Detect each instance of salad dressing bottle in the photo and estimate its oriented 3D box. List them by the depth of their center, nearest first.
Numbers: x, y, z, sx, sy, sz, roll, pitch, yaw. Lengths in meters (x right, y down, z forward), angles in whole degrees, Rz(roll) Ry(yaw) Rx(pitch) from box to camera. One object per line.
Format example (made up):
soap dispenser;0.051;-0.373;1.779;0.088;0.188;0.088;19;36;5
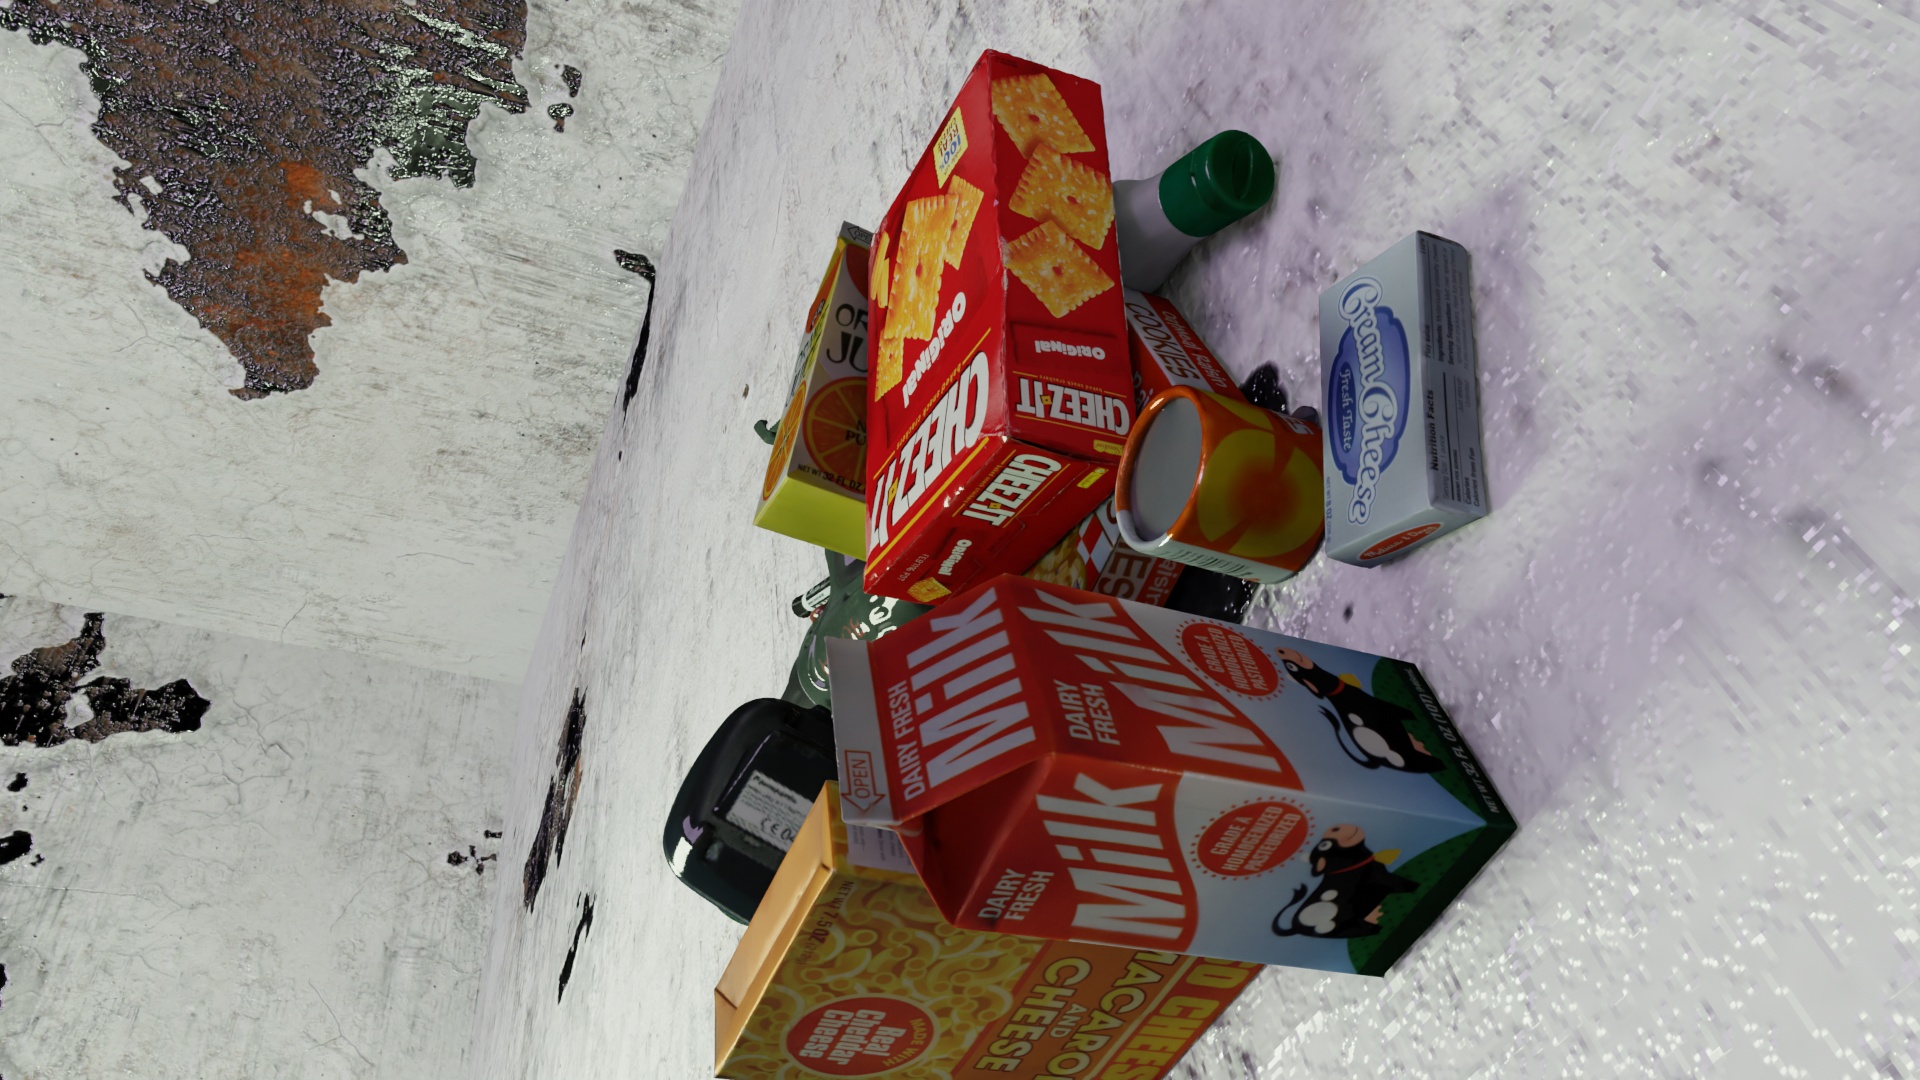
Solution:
salad dressing bottle;0.089;-0.148;0.655;0.147;0.044;0.064;-18;59;65

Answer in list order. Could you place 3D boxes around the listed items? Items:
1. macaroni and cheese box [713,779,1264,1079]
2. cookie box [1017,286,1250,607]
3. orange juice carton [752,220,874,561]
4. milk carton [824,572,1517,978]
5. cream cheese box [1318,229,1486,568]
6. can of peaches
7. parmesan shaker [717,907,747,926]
macaroni and cheese box;0.011;0.150;0.494;0.040;0.166;0.123;-102;33;-49
cookie box;0.066;-0.018;0.640;0.123;0.040;0.166;-109;37;-55
orange juice carton;-0.054;-0.093;0.782;0.072;0.072;0.193;135;149;-58
milk carton;0.053;0.068;0.403;0.073;0.191;0.073;-104;34;-51
cream cheese box;0.147;-0.047;0.469;0.053;0.024;0.104;-36;45;58
can of peaches;0.100;-0.023;0.528;0.071;0.058;0.071;-166;89;-69
parmesan shaker;-0.126;0.206;0.956;0.071;0.071;0.102;-112;39;-57
